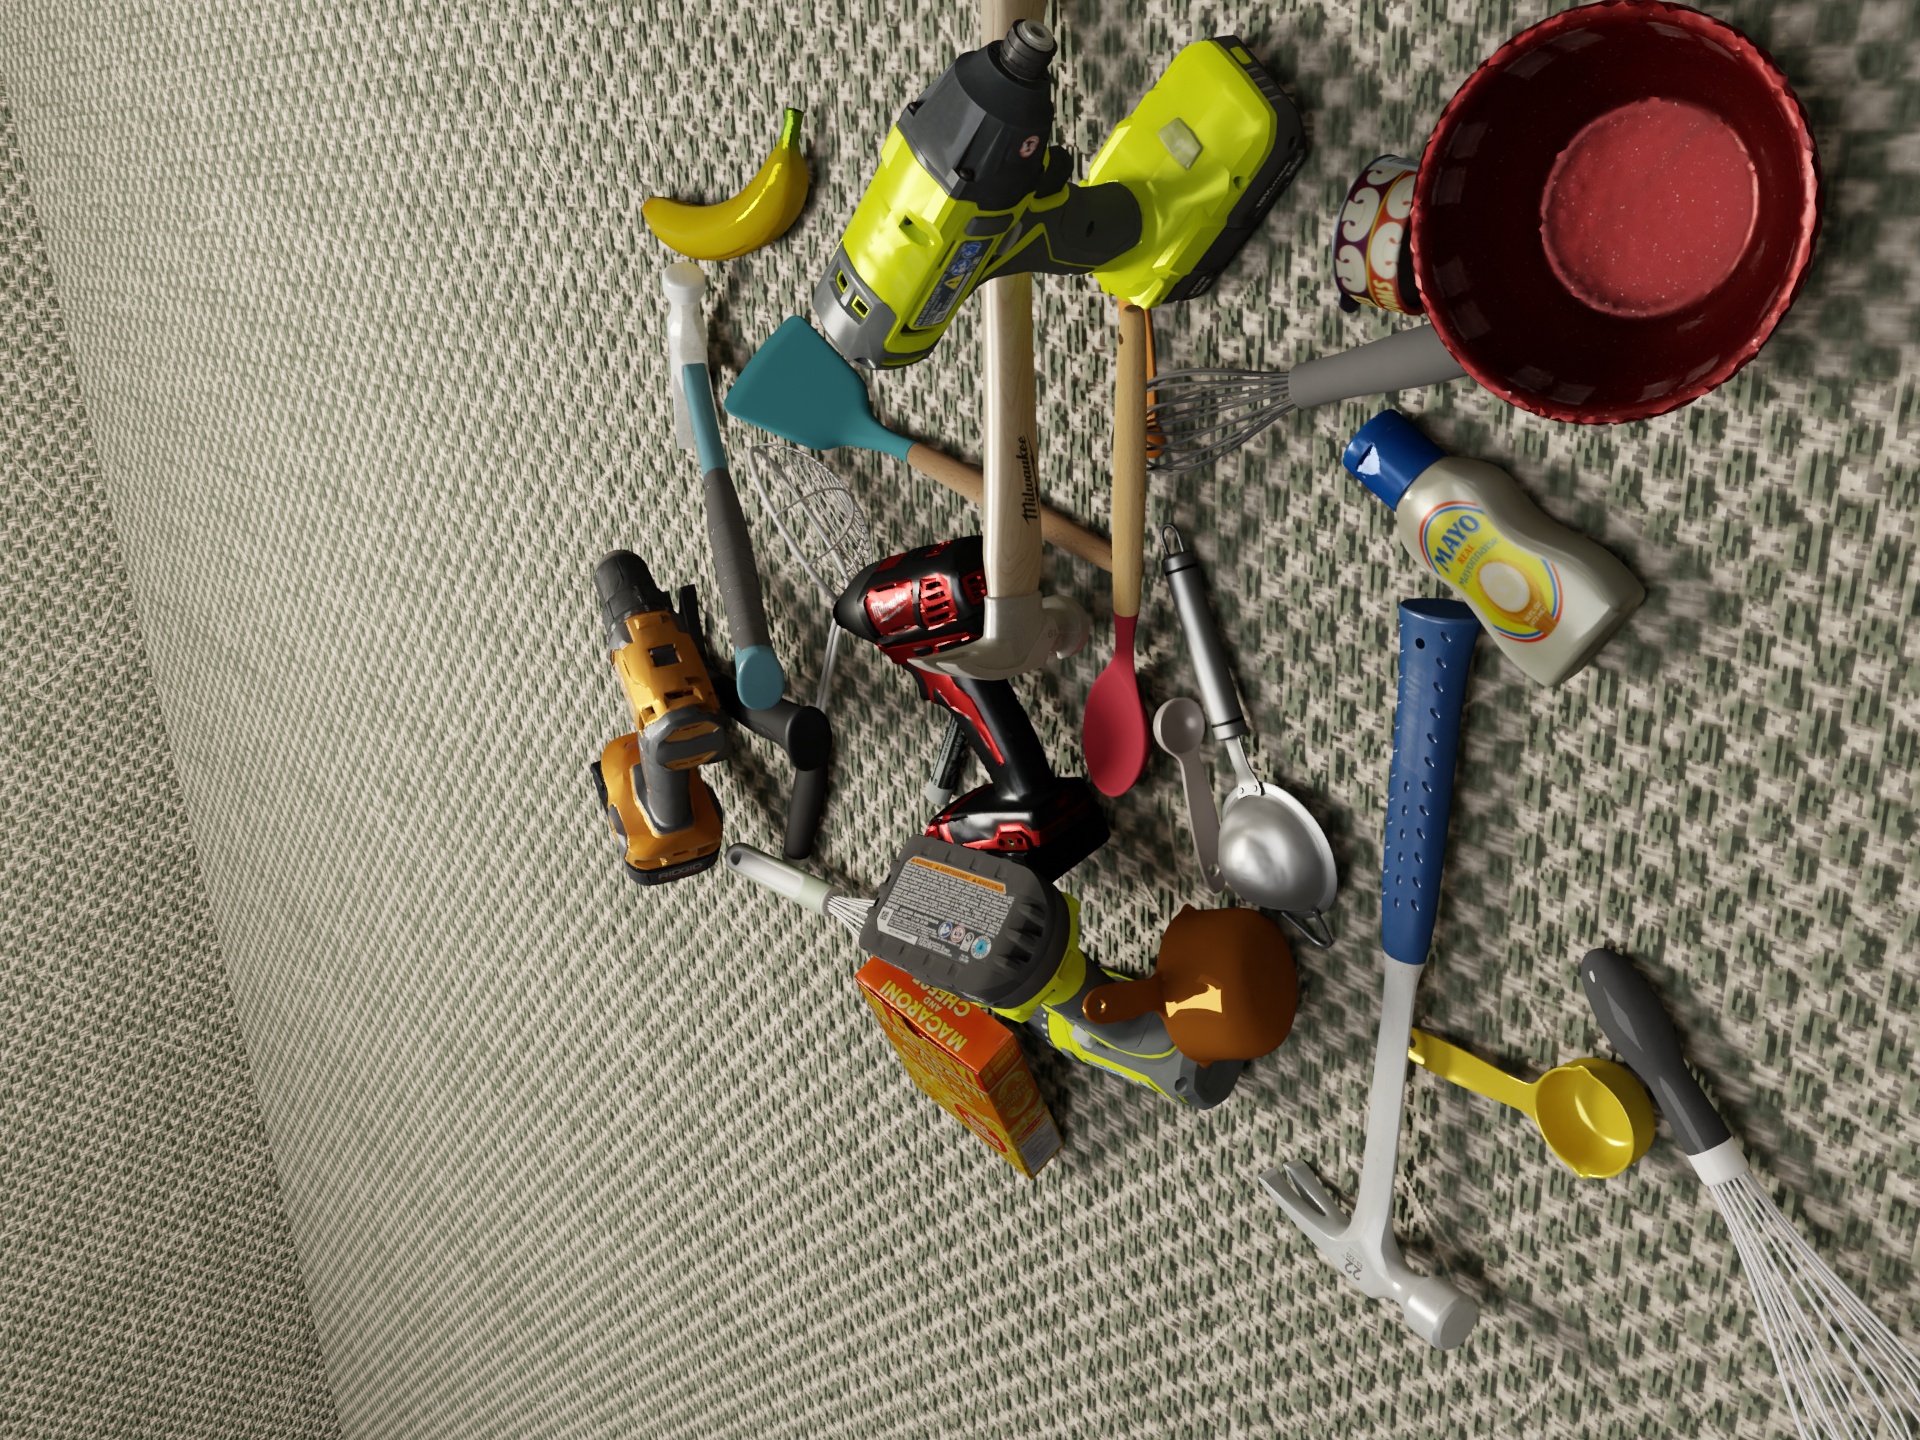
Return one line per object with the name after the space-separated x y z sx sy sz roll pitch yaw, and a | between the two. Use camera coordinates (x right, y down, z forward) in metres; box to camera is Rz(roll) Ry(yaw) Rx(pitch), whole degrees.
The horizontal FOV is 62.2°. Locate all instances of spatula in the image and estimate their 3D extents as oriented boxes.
-0.016 -0.162 0.998 0.318 0.082 0.044 32 172 31 | spatula

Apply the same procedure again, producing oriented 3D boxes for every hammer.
0.231 0.132 0.851 0.144 0.035 0.405 29 125 52 | hammer
-0.159 -0.018 1.150 0.335 0.035 0.146 19 124 66 | hammer
-0.163 -0.153 1.078 0.128 0.033 0.331 100 158 -55 | hammer
0.021 -0.227 0.854 0.038 0.146 0.410 6 103 32 | hammer

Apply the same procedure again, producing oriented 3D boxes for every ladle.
0.091 -0.083 0.879 0.069 0.031 0.315 -125 23 -45 | ladle

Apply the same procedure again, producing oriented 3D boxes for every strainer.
0.152 0.013 0.897 0.087 0.050 0.258 -17 90 59 | strainer

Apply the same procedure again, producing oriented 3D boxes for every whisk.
0.370 0.235 0.739 0.070 0.070 0.285 -45 67 48 | whisk
0.170 -0.164 0.791 0.239 0.055 0.055 -6 102 45 | whisk
-0.093 0.140 1.203 0.246 0.059 0.058 20 88 36 | whisk

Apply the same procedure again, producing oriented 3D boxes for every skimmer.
-0.127 -0.029 1.151 0.127 0.090 0.363 -112 27 -47 | skimmer

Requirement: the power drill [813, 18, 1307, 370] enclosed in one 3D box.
0.053 -0.251 0.742 0.080 0.223 0.171 56 139 14 | power drill

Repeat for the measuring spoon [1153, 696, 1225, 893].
0.135 0.045 0.937 0.018 0.034 0.124 9 118 56 | measuring spoon

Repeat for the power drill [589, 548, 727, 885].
-0.236 -0.002 1.207 0.226 0.084 0.186 105 144 -51 | power drill

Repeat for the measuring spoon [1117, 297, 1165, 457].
0.097 -0.203 0.881 0.021 0.011 0.117 6 111 47 | measuring spoon

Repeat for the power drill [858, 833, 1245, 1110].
0.045 0.154 0.968 0.191 0.228 0.080 13 71 44 | power drill

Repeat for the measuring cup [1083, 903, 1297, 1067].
0.132 0.149 0.878 0.052 0.173 0.095 -11 82 35 | measuring cup

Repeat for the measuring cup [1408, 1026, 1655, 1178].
0.292 0.187 0.834 0.157 0.029 0.062 19 119 56 | measuring cup

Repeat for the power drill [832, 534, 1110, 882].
-0.002 -0.003 1.006 0.143 0.078 0.219 -8 107 46 | power drill
